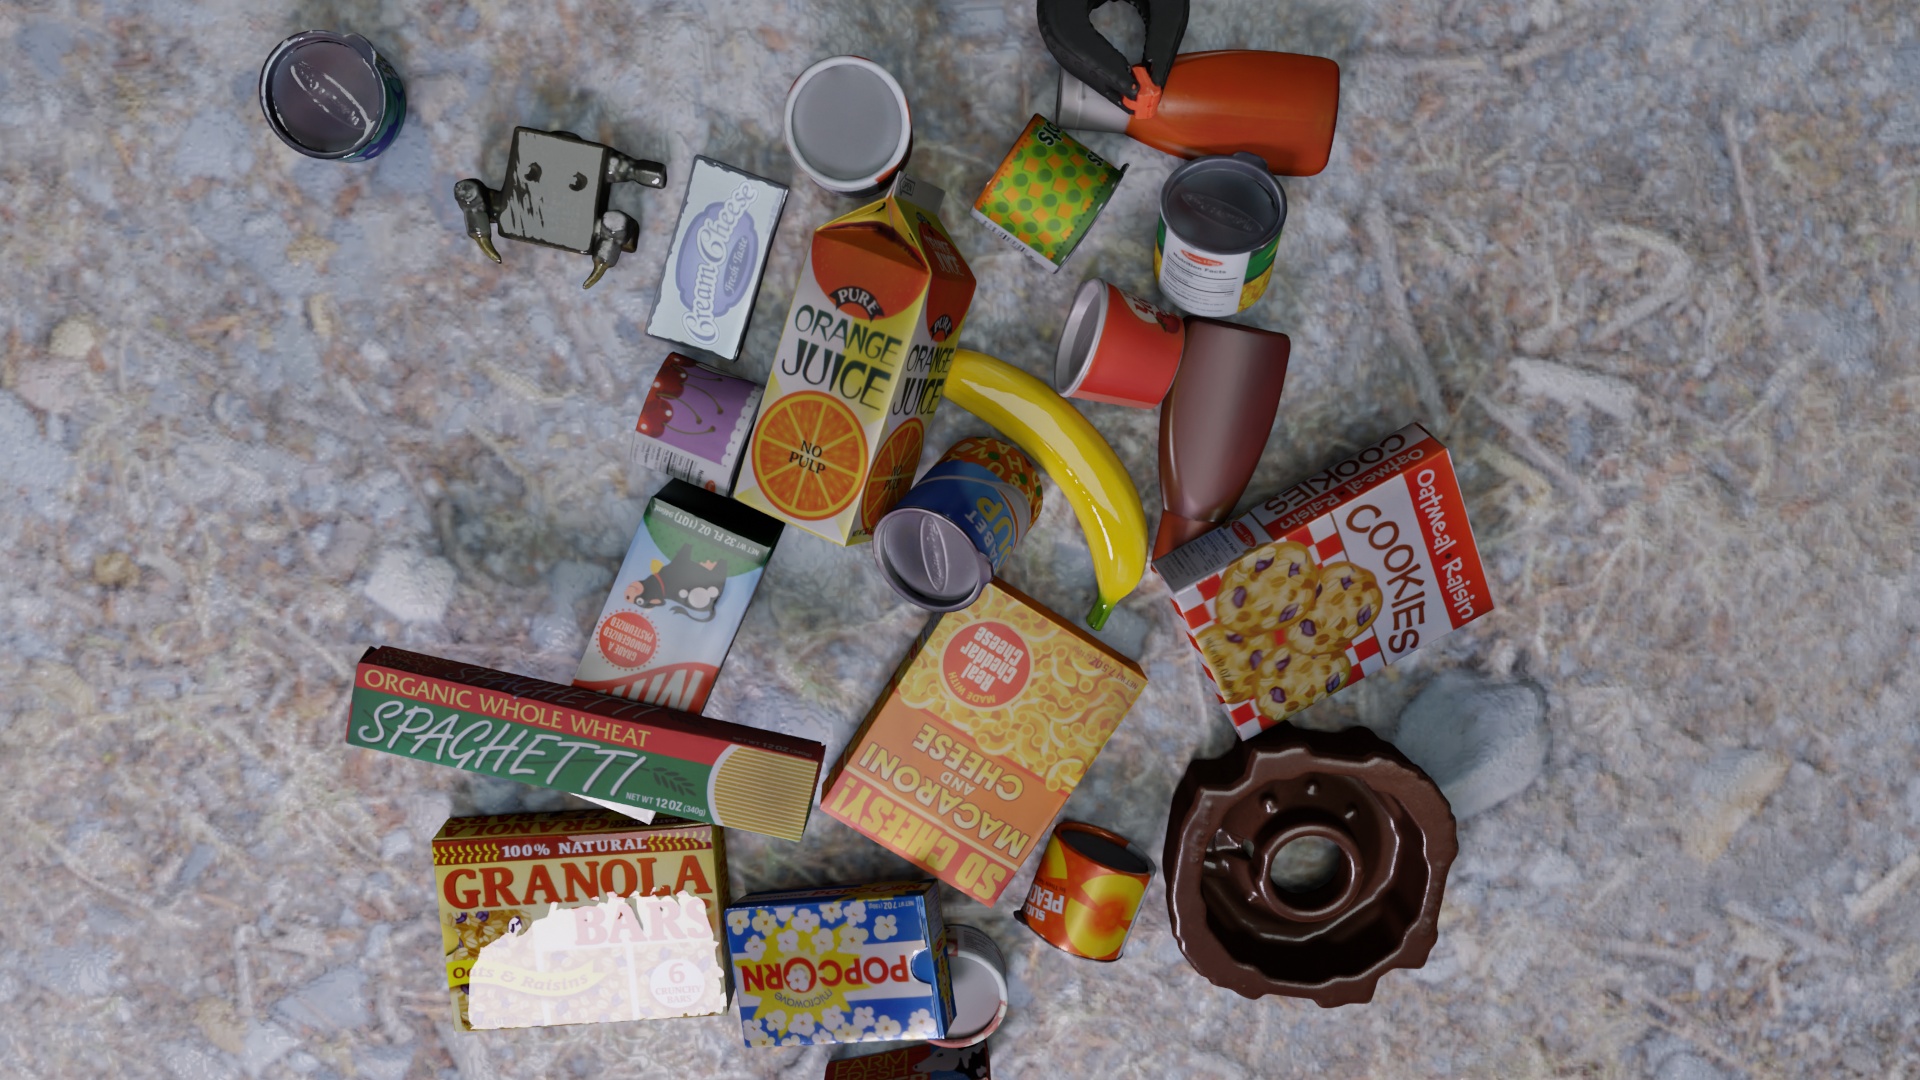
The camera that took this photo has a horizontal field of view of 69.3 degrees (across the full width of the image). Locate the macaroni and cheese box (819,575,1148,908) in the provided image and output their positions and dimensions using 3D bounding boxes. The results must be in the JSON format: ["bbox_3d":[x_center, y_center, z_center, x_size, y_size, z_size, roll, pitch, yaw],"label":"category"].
[{"bbox_3d":[0.013,0.114,0.820,0.124,0.040,0.166,32,97,-8],"label":"macaroni and cheese box"}]

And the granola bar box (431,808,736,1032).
[{"bbox_3d":[-0.223,0.226,0.833,0.166,0.039,0.124,-3,100,-2],"label":"granola bar box"}]

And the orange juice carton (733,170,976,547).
[{"bbox_3d":[-0.050,-0.100,0.747,0.073,0.072,0.192,22,103,17],"label":"orange juice carton"}]

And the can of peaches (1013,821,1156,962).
[{"bbox_3d":[0.074,0.207,0.825,0.071,0.071,0.058,20,99,-6],"label":"can of peaches"}]

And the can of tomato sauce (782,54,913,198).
[{"bbox_3d":[-0.058,-0.219,0.733,0.071,0.083,0.071,0,101,-2],"label":"can of tomato sauce"}]

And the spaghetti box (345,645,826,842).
[{"bbox_3d":[-0.200,0.108,0.743,0.250,0.029,0.050,13,103,-3],"label":"spaghetti box"}]

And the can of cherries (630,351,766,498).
[{"bbox_3d":[-0.143,-0.067,0.769,0.058,0.071,0.071,21,100,-5],"label":"can of cherries"}]

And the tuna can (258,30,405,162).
[{"bbox_3d":[-0.334,-0.239,0.746,0.071,0.033,0.071,0,101,-2],"label":"tuna can"}]

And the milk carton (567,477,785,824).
[{"bbox_3d":[-0.172,0.067,0.788,0.072,0.073,0.190,24,99,-6],"label":"milk carton"}]

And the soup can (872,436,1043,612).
[{"bbox_3d":[0.003,-0.010,0.762,0.071,0.084,0.071,15,127,21],"label":"soup can"}]

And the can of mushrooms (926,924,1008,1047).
[{"bbox_3d":[-0.006,0.275,0.853,0.071,0.033,0.071,-1,101,-3],"label":"can of mushrooms"}]

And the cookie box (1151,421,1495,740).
[{"bbox_3d":[0.208,0.024,0.788,0.167,0.040,0.122,-28,123,2],"label":"cookie box"}]

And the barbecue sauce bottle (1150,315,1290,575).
[{"bbox_3d":[0.141,-0.050,0.792,0.065,0.044,0.148,11,101,-3],"label":"barbecue sauce bottle"}]

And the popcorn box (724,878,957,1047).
[{"bbox_3d":[-0.071,0.250,0.822,0.126,0.038,0.085,-8,89,15],"label":"popcorn box"}]

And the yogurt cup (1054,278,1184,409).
[{"bbox_3d":[0.089,-0.106,0.770,0.054,0.072,0.072,15,100,-13],"label":"yogurt cup"}]

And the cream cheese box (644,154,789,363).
[{"bbox_3d":[-0.135,-0.156,0.772,0.053,0.024,0.103,18,100,-5],"label":"cream cheese box"}]

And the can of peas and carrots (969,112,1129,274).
[{"bbox_3d":[0.047,-0.189,0.751,0.059,0.071,0.071,33,98,-7],"label":"can of peas and carrots"}]

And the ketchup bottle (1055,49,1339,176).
[{"bbox_3d":[0.128,-0.237,0.756,0.149,0.043,0.064,5,97,-3],"label":"ketchup bottle"}]

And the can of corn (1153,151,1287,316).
[{"bbox_3d":[0.140,-0.165,0.751,0.071,0.058,0.071,-1,64,2],"label":"can of corn"}]

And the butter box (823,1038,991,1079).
[{"bbox_3d":[-0.033,0.335,0.853,0.103,0.053,0.024,-11,99,0],"label":"butter box"}]
